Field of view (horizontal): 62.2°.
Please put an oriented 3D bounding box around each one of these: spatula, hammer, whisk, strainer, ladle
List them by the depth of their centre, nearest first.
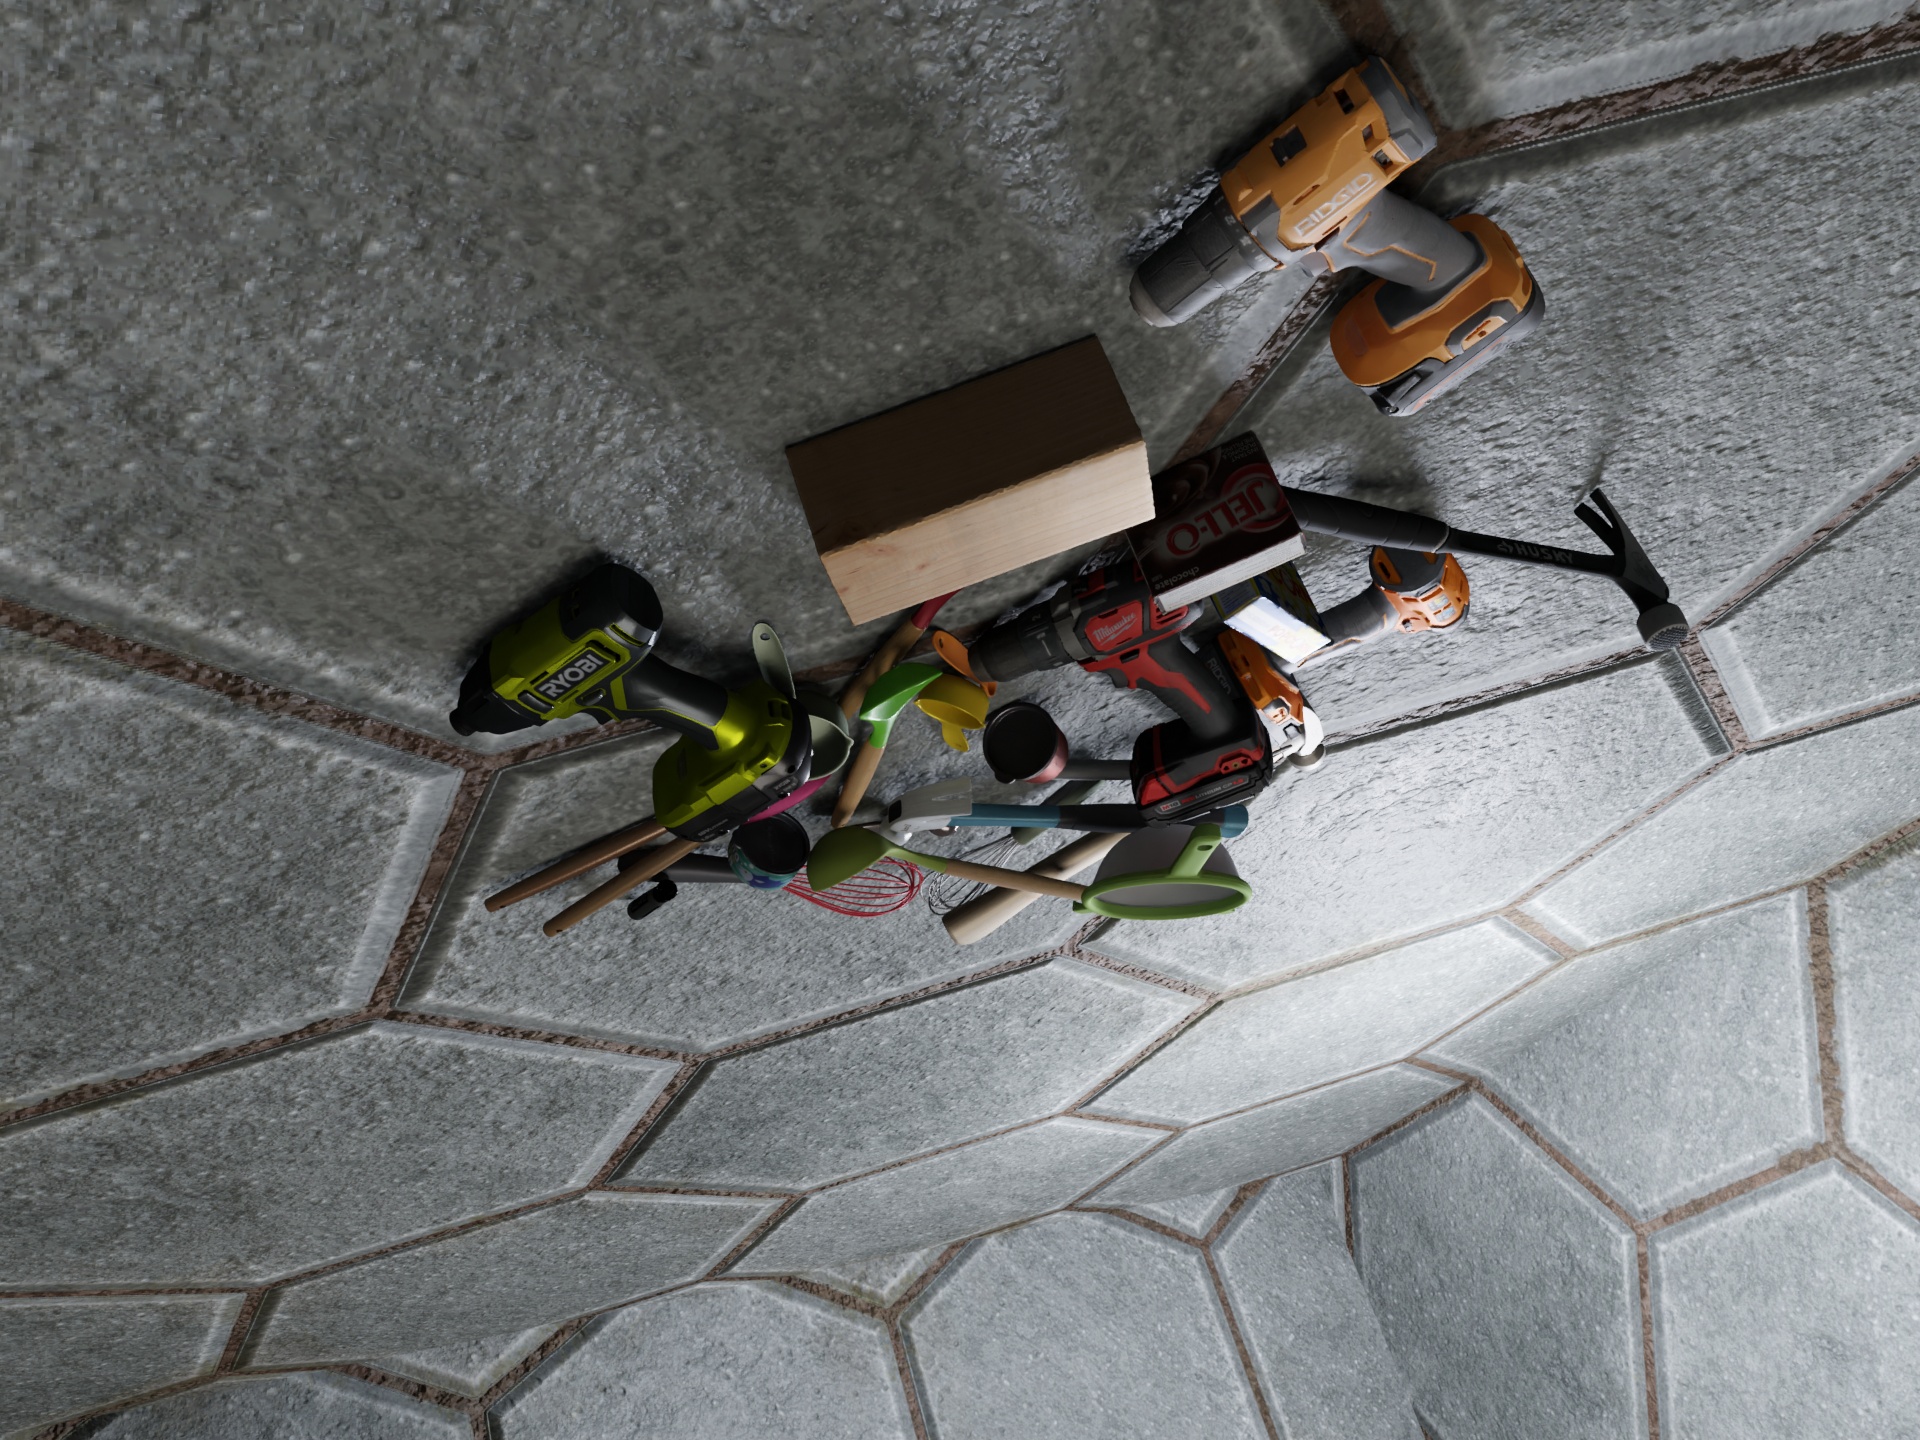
[{"bbox_3d":[-0.045,-0.061,1.193,0.069,0.031,0.315,1,148,-35],"label":"ladle"},{"bbox_3d":[0.385,-0.144,1.234,0.408,0.149,0.036,7,143,-24],"label":"hammer"},{"bbox_3d":[-0.263,0.093,1.338,0.316,0.018,0.059,-25,151,8],"label":"spatula"},{"bbox_3d":[0.185,0.111,1.368,0.151,0.069,0.256,1,159,-4],"label":"strainer"},{"bbox_3d":[0.165,0.046,1.411,0.258,0.050,0.087,0,179,23],"label":"strainer"},{"bbox_3d":[0.099,0.088,1.443,0.331,0.033,0.128,2,161,-12],"label":"hammer"},{"bbox_3d":[-0.167,0.138,1.443,0.295,0.073,0.073,7,143,-28],"label":"whisk"},{"bbox_3d":[0.005,0.149,1.457,0.320,0.062,0.078,14,161,-30],"label":"ladle"},{"bbox_3d":[0.162,0.098,1.532,0.410,0.038,0.146,-30,150,3],"label":"hammer"},{"bbox_3d":[0.051,0.116,1.547,0.059,0.058,0.246,36,120,-25],"label":"whisk"}]

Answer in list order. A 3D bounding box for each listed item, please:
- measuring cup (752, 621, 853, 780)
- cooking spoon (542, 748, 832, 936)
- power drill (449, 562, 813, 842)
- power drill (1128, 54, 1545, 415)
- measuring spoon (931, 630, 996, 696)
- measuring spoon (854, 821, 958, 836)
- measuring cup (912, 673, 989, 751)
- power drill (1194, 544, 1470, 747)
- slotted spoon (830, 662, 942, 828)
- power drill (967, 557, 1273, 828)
[{"bbox_3d":[-0.131,-0.022,1.206,0.083,0.038,0.167,-9,135,4],"label":"measuring cup"},{"bbox_3d":[-0.234,0.105,1.340,0.319,0.017,0.068,-32,149,19],"label":"cooking spoon"},{"bbox_3d":[-0.226,-0.003,1.108,0.171,0.080,0.223,-31,138,22],"label":"power drill"},{"bbox_3d":[0.223,-0.264,0.941,0.185,0.084,0.226,-35,144,28],"label":"power drill"},{"bbox_3d":[0.001,-0.045,1.257,0.011,0.021,0.116,2,162,27],"label":"measuring spoon"},{"bbox_3d":[-0.056,0.104,1.486,0.124,0.018,0.034,-6,150,-22],"label":"measuring spoon"},{"bbox_3d":[-0.002,-0.004,1.317,0.062,0.029,0.156,18,167,8],"label":"measuring cup"},{"bbox_3d":[0.326,-0.067,1.354,0.226,0.084,0.164,-33,151,18],"label":"power drill"},{"bbox_3d":[-0.075,0.027,1.301,0.070,0.031,0.313,-28,165,-25],"label":"slotted spoon"},{"bbox_3d":[0.130,-0.020,1.254,0.188,0.080,0.226,-21,125,20],"label":"power drill"}]
